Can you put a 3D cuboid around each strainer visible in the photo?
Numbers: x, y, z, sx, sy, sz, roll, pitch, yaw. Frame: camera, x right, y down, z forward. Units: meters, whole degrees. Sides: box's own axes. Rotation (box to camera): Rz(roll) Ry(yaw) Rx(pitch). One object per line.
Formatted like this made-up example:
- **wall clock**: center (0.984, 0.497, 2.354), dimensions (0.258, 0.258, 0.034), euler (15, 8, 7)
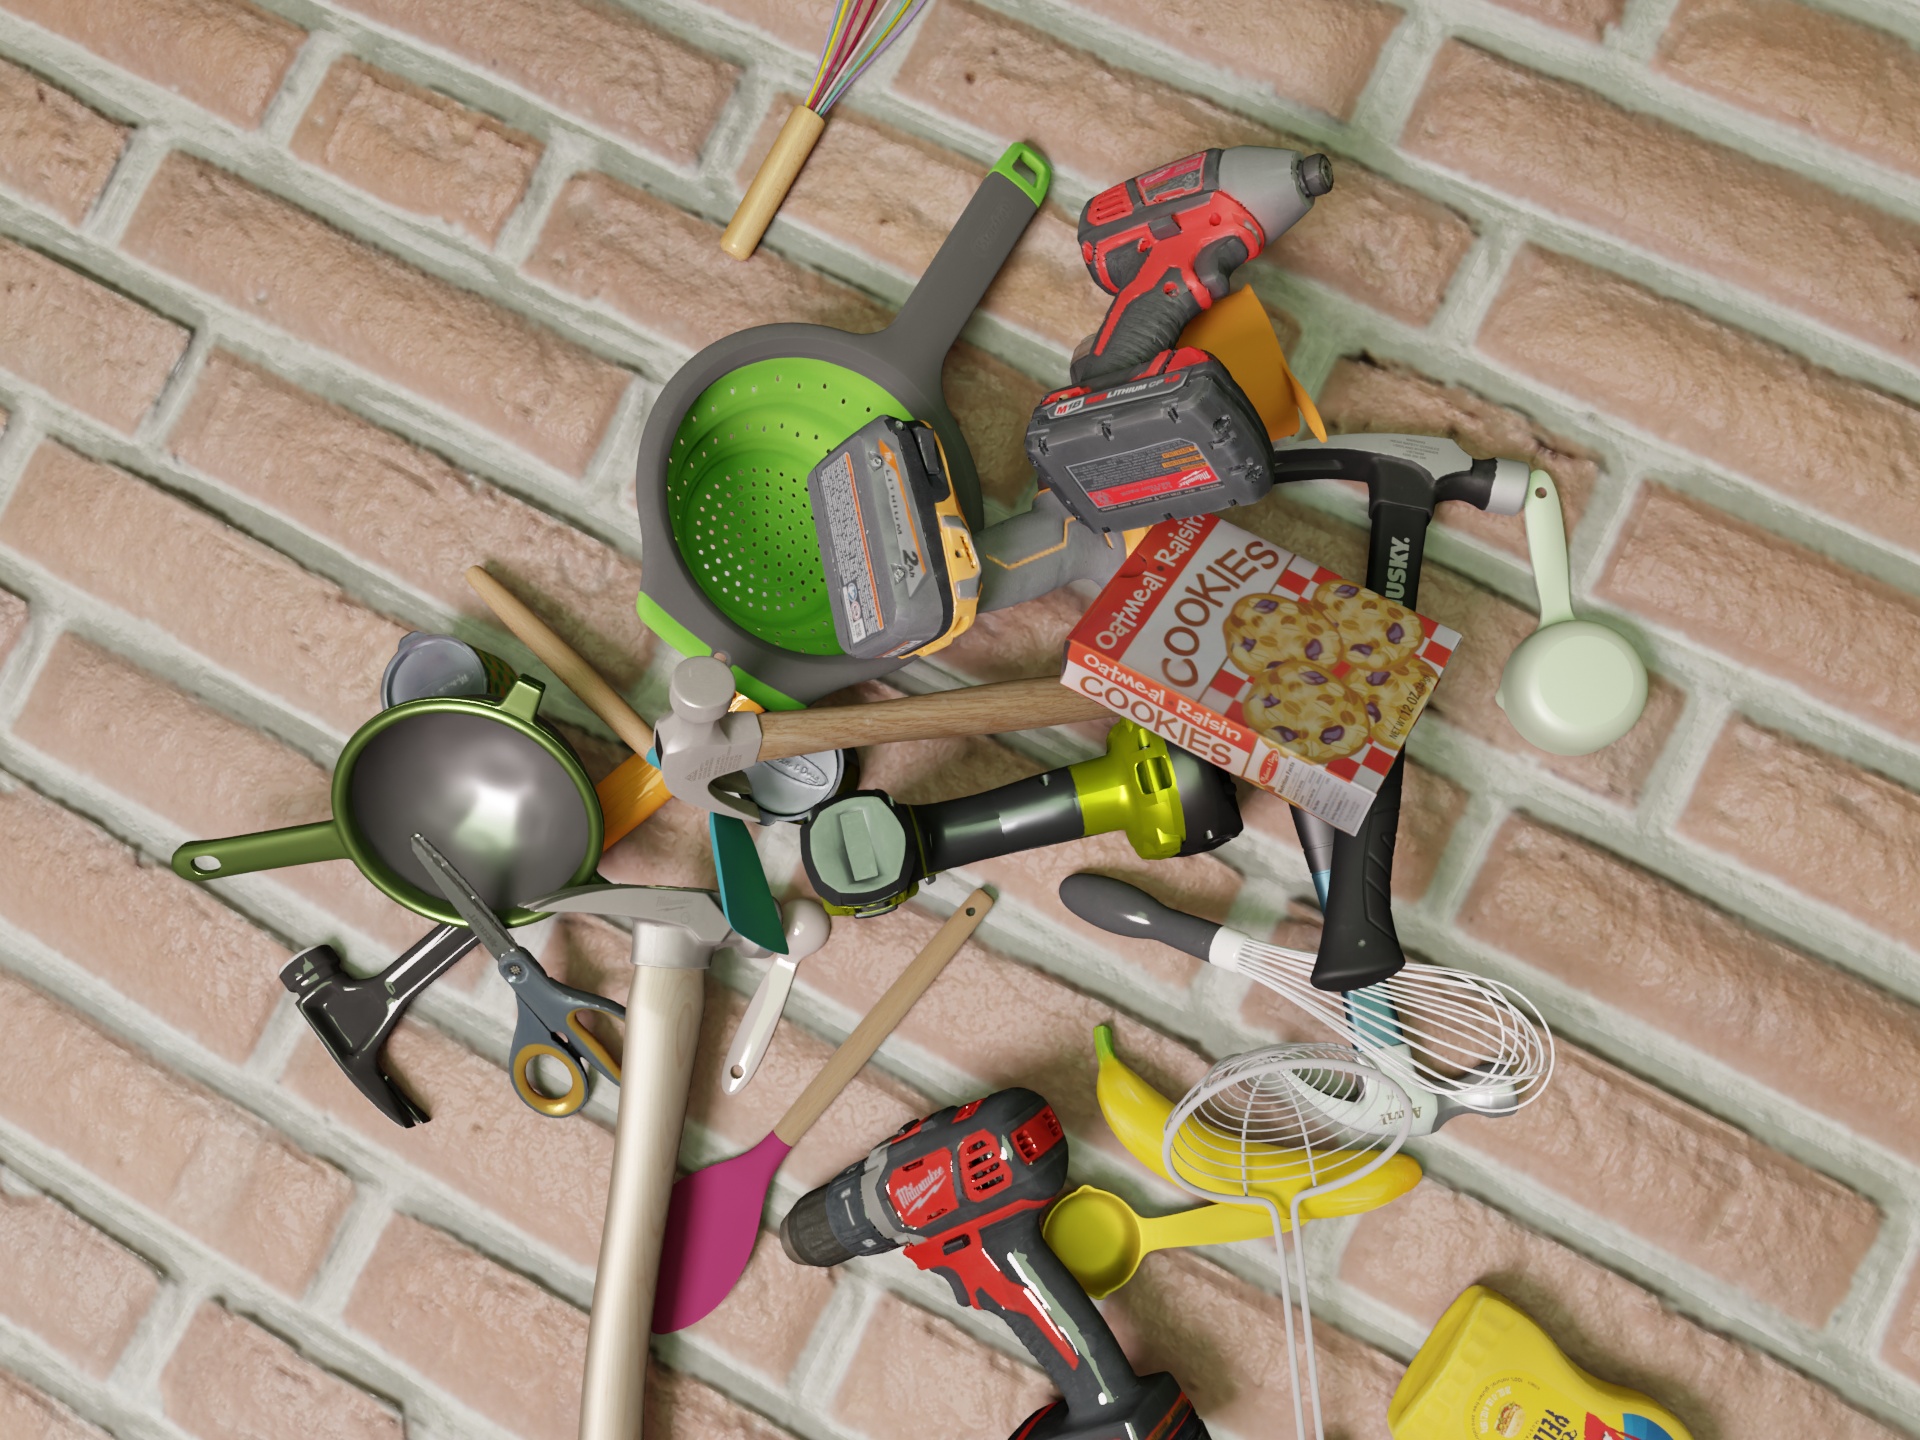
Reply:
- **strainer**: center (-0.322, 0.049, 0.910), dimensions (0.256, 0.069, 0.151), euler (-10, 118, 9)

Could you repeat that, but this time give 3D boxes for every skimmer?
- **skimmer**: center (0.181, 0.338, 0.815), dimensions (0.127, 0.090, 0.363), euler (-7, 93, 0)

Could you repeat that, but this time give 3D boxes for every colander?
- **colander**: center (-0.059, -0.181, 0.940), dimensions (0.204, 0.094, 0.397), euler (36, 68, -17)

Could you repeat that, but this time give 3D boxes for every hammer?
- **hammer**: center (-0.190, 0.296, 0.874), dimensions (0.146, 0.038, 0.411), euler (9, 85, -31)
- **hammer**: center (0.211, 0.070, 0.904), dimensions (0.128, 0.033, 0.331), euler (-13, 82, 4)
- **hammer**: center (-0.001, -0.003, 0.866), dimensions (0.331, 0.130, 0.031), euler (-7, 61, -21)
- **hammer**: center (-0.244, 0.092, 0.951), dimensions (0.337, 0.034, 0.127), euler (-41, 80, 0)
- **hammer**: center (0.221, -0.015, 0.857), dimensions (0.146, 0.035, 0.335), euler (11, 65, 5)

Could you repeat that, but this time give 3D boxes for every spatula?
- **spatula**: center (-0.199, 0.010, 0.914), dimensions (0.318, 0.082, 0.044), euler (41, 88, 24)

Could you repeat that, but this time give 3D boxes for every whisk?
- **whisk**: center (0.174, 0.133, 0.852), dimensions (0.285, 0.070, 0.070), euler (18, 85, 31)
- **whisk**: center (-0.086, -0.399, 0.990), dimensions (0.051, 0.047, 0.245), euler (30, 90, 8)

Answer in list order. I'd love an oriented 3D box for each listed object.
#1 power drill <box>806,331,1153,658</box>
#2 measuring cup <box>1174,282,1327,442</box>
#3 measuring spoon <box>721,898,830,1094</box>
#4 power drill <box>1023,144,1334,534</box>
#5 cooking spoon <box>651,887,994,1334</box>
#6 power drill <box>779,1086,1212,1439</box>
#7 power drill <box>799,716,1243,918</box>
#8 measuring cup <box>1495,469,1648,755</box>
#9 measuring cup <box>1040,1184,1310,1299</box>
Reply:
- **power drill**: center (0.033, -0.127, 0.882), dimensions (0.226, 0.084, 0.185), euler (-7, 82, -32)
- **measuring cup**: center (0.158, -0.178, 0.878), dimensions (0.052, 0.174, 0.095), euler (-20, 118, 7)
- **measuring spoon**: center (-0.113, 0.163, 0.936), dimensions (0.034, 0.018, 0.124), euler (23, 87, 8)
- **power drill**: center (0.119, -0.213, 0.839), dimensions (0.143, 0.078, 0.220), euler (-8, 53, 34)
- **cooking spoon**: center (-0.086, 0.223, 0.925), dimensions (0.069, 0.017, 0.319), euler (40, 89, 17)
- **power drill**: center (0.011, 0.326, 0.858), dimensions (0.188, 0.080, 0.227), euler (-32, 82, 30)
- **power drill**: center (0.028, 0.056, 0.867), dimensions (0.223, 0.171, 0.080), euler (-13, 80, -4)
- **measuring cup**: center (0.343, -0.064, 0.901), dimensions (0.083, 0.038, 0.167), euler (-7, 84, 6)
- **measuring cup**: center (0.121, 0.285, 0.897), dimensions (0.156, 0.029, 0.062), euler (-6, 81, -6)
